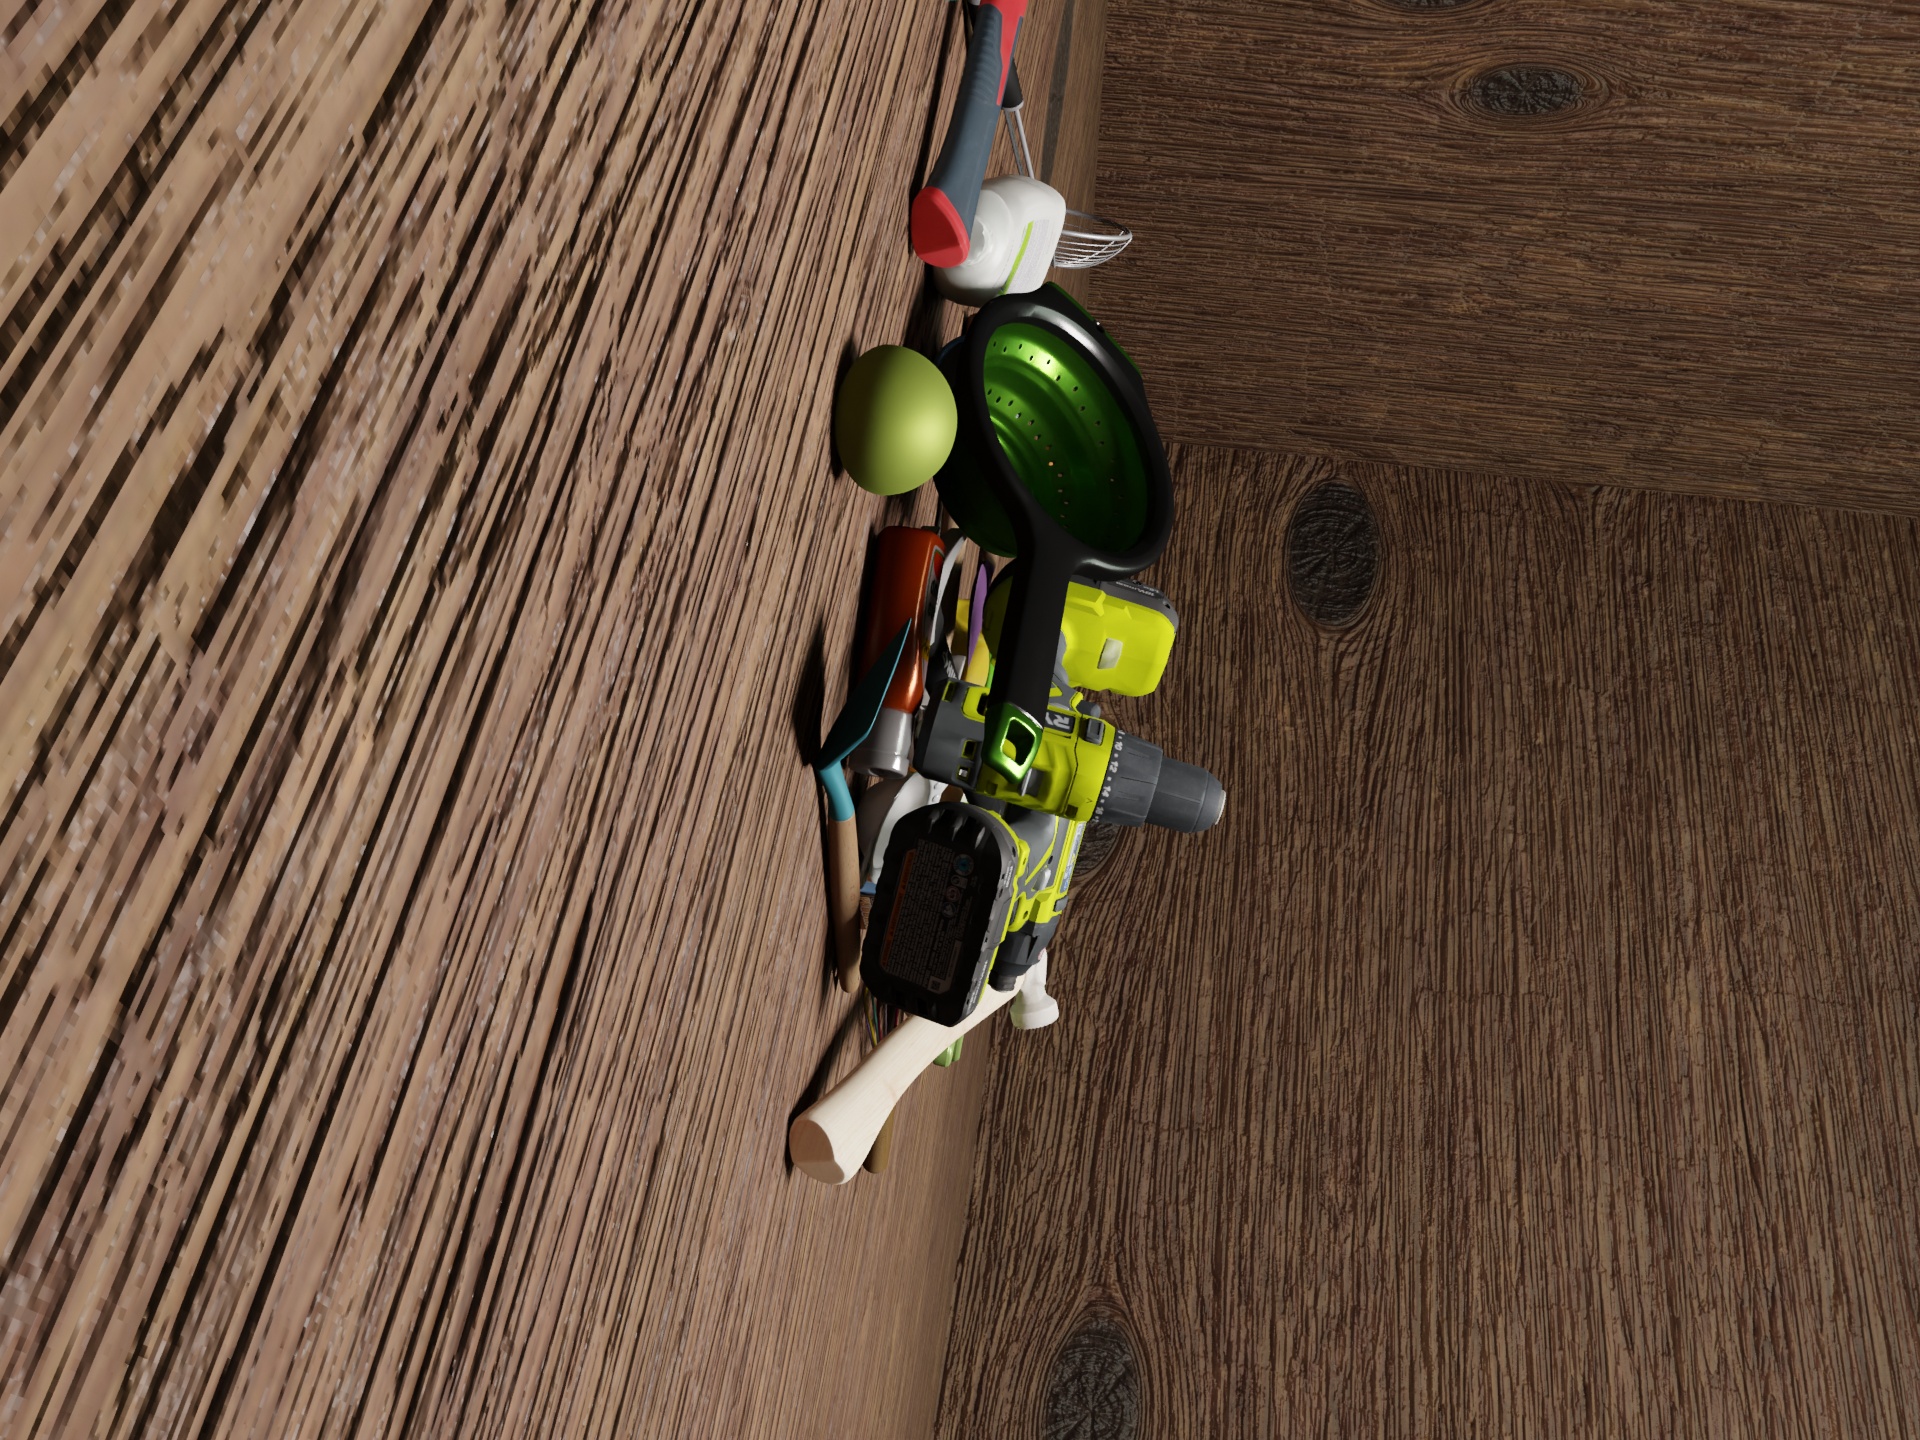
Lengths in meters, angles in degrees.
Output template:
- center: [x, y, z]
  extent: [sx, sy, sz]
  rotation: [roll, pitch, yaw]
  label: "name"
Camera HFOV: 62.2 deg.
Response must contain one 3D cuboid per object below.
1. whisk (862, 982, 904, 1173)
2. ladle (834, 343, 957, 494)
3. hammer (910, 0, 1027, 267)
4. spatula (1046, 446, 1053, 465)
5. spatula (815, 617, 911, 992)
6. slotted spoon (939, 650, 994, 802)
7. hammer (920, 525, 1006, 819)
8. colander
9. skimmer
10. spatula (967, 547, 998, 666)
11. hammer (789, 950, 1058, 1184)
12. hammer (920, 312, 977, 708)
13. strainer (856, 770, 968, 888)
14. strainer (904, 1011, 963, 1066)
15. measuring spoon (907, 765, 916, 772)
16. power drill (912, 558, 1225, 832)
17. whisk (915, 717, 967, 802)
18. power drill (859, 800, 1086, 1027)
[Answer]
- center: [-0.060, 0.262, 1.219]
  extent: [0.047, 0.051, 0.244]
  rotation: [-43, 149, -48]
  label: "whisk"
- center: [-0.032, -0.194, 0.952]
  extent: [0.320, 0.062, 0.078]
  rotation: [-89, 177, -73]
  label: "ladle"
- center: [0.034, -0.457, 1.054]
  extent: [0.143, 0.038, 0.386]
  rotation: [38, 58, -50]
  label: "hammer"
- center: [0.045, -0.089, 1.309]
  extent: [0.041, 0.081, 0.322]
  rotation: [-98, -161, -69]
  label: "spatula"
- center: [-0.059, 0.073, 0.927]
  extent: [0.317, 0.044, 0.082]
  rotation: [93, 11, -49]
  label: "spatula"
- center: [0.009, 0.021, 1.304]
  extent: [0.070, 0.031, 0.313]
  rotation: [-2, 120, -46]
  label: "slotted spoon"
- center: [-0.002, -0.004, 1.175]
  extent: [0.334, 0.035, 0.146]
  rotation: [70, 31, -58]
  label: "hammer"
- center: [0.033, -0.114, 1.029]
  extent: [0.204, 0.094, 0.397]
  rotation: [38, 46, -29]
  label: "colander"
- center: [0.059, -0.470, 1.251]
  extent: [0.090, 0.127, 0.363]
  rotation: [-64, 162, -12]
  label: "skimmer"
- center: [0.023, -0.140, 1.325]
  extent: [0.316, 0.018, 0.059]
  rotation: [-79, 173, -59]
  label: "spatula"
- center: [-0.018, 0.203, 1.109]
  extent: [0.410, 0.038, 0.146]
  rotation: [-24, 103, -68]
  label: "hammer"
- center: [-0.002, -0.169, 1.289]
  extent: [0.130, 0.031, 0.331]
  rotation: [70, 27, -78]
  label: "hammer"
- center: [-0.002, 0.033, 1.083]
  extent: [0.258, 0.050, 0.086]
  rotation: [-36, 148, -40]
  label: "strainer"
- center: [-0.026, 0.219, 1.300]
  extent: [0.256, 0.069, 0.151]
  rotation: [-66, 165, -78]
  label: "strainer"
- center: [-0.040, 0.051, 1.296]
  extent: [0.117, 0.011, 0.021]
  rotation: [49, 32, -79]
  label: "measuring spoon"
- center: [0.082, -0.014, 1.049]
  extent: [0.229, 0.190, 0.080]
  rotation: [-73, 178, -57]
  label: "power drill"
- center: [0.000, 0.082, 1.386]
  extent: [0.246, 0.059, 0.058]
  rotation: [72, 34, -46]
  label: "whisk"
- center: [0.020, 0.118, 1.060]
  extent: [0.223, 0.080, 0.171]
  rotation: [-10, 116, -68]
  label: "power drill"
